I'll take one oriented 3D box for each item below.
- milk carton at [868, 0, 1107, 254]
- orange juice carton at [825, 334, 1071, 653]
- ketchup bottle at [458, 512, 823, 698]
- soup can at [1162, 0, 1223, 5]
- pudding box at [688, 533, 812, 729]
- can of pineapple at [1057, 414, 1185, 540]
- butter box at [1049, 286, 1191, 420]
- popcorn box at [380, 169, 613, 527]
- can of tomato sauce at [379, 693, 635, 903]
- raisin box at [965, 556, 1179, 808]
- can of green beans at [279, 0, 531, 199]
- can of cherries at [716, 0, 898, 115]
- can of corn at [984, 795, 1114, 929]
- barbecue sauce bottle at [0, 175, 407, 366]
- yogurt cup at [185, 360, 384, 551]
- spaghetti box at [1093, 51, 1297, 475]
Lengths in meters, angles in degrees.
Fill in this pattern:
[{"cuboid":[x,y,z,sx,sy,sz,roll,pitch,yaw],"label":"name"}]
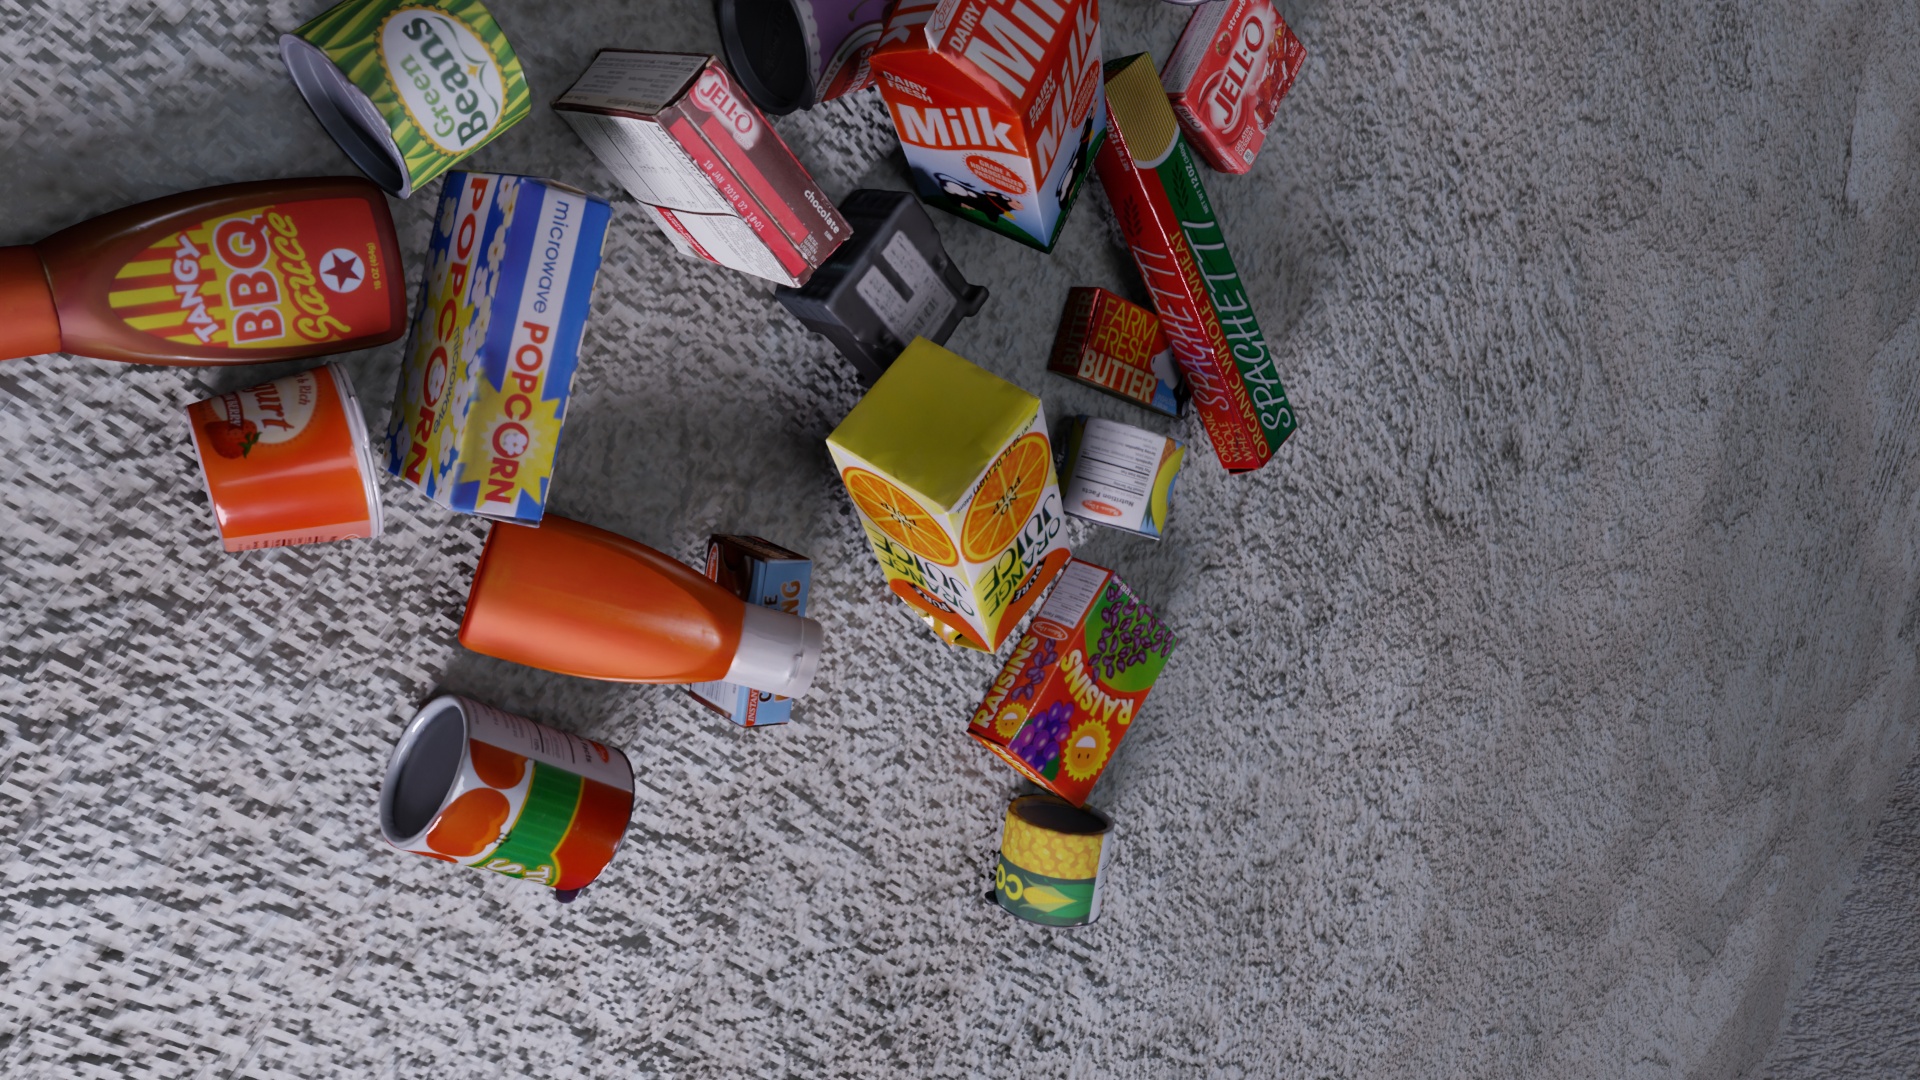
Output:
[{"cuboid":[0.015,-0.204,0.613,0.072,0.073,0.190,-64,169,-6],"label":"milk carton"},{"cuboid":[0.002,-0.009,0.700,0.072,0.073,0.192,-51,155,-18],"label":"orange juice carton"},{"cuboid":[-0.135,0.034,0.603,0.149,0.043,0.064,17,96,-19],"label":"ketchup bottle"},{"cuboid":[0.126,-0.338,0.736,0.071,0.071,0.084,32,81,-42],"label":"soup can"},{"cuboid":[-0.101,0.043,0.666,0.030,0.050,0.083,0,102,-42],"label":"pudding box"},{"cuboid":[0.090,-0.037,0.797,0.071,0.071,0.058,13,94,-42],"label":"can of pineapple"},{"cuboid":[0.100,-0.109,0.811,0.103,0.024,0.053,15,92,-42],"label":"butter box"},{"cuboid":[-0.181,-0.077,0.538,0.038,0.085,0.126,10,96,-41],"label":"popcorn box"},{"cuboid":[-0.194,0.111,0.594,0.083,0.071,0.071,30,83,-41],"label":"can of tomato sauce"},{"cuboid":[0.069,0.085,0.831,0.086,0.040,0.123,44,72,-40],"label":"raisin box"},{"cuboid":[-0.201,-0.169,0.507,0.058,0.071,0.071,-44,127,-23],"label":"can of green beans"},{"cuboid":[-0.063,-0.224,0.608,0.058,0.071,0.071,-29,120,-32],"label":"can of cherries"},{"cuboid":[0.054,0.191,0.833,0.071,0.071,0.058,1,101,-41],"label":"can of corn"},{"cuboid":[-0.275,-0.089,0.483,0.149,0.044,0.064,-17,115,-36],"label":"barbecue sauce bottle"},{"cuboid":[-0.249,-0.028,0.511,0.054,0.072,0.072,-16,113,-28],"label":"yogurt cup"},{"cuboid":[0.131,-0.152,0.796,0.050,0.028,0.249,-45,119,-33],"label":"spaghetti box"}]
